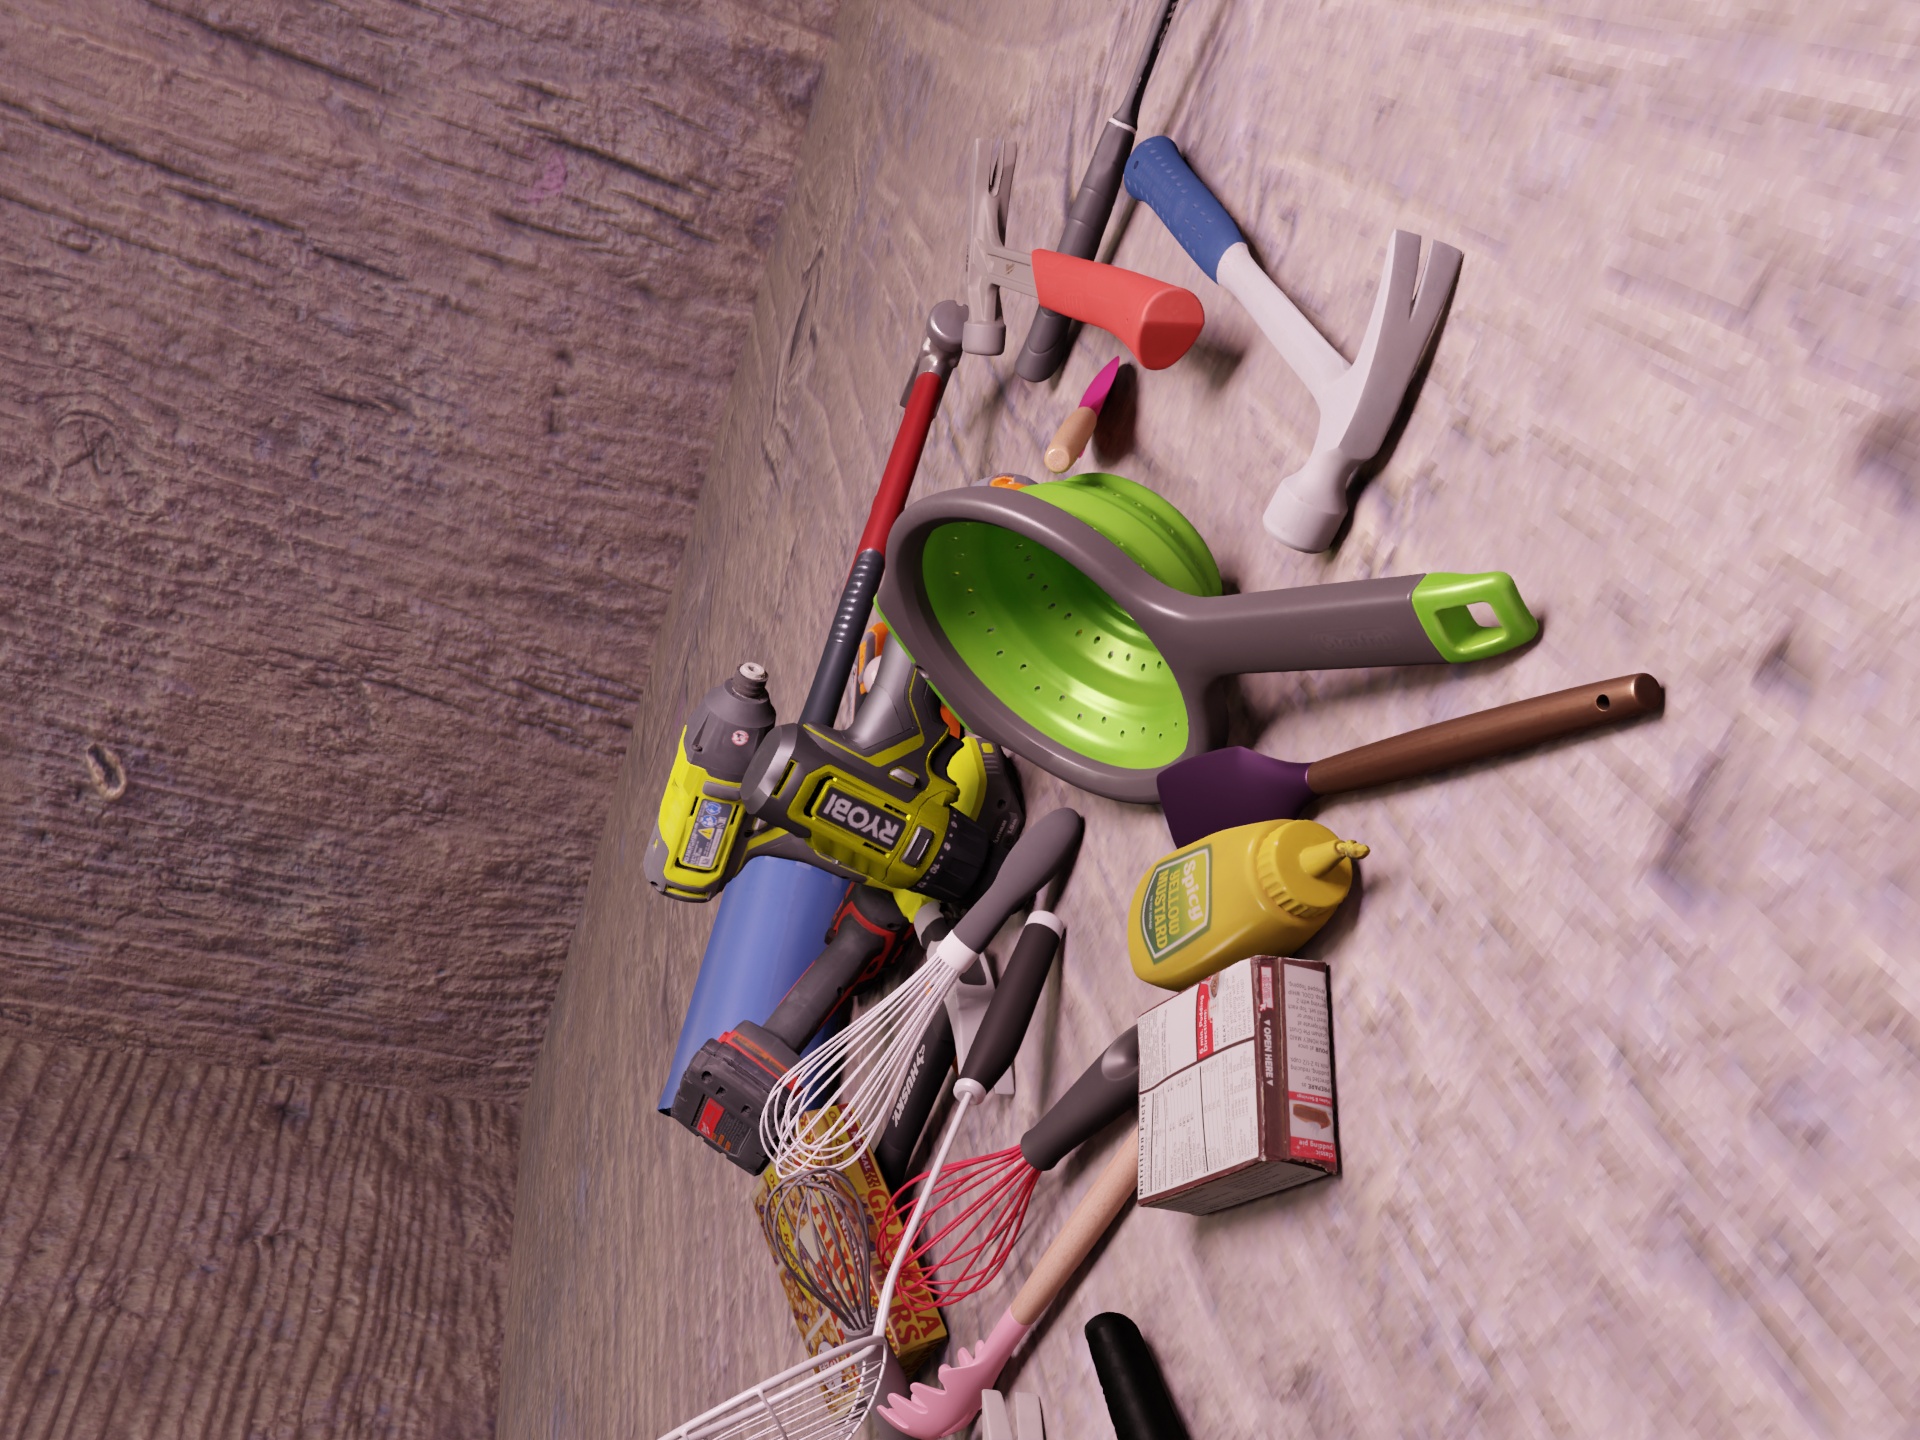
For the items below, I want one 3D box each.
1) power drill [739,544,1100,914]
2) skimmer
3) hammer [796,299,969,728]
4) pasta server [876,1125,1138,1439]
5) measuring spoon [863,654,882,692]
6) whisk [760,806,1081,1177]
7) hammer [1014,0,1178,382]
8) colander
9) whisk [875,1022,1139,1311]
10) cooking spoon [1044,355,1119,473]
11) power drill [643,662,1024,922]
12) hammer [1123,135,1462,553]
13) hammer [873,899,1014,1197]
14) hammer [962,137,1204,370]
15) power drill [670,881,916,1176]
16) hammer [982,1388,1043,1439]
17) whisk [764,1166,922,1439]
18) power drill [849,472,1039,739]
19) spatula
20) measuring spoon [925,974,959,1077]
[{"bbox_3d":[-0.002,-0.003,0.970,0.228,0.190,0.080,-62,18,0],"label":"power drill"},{"bbox_3d":[-0.043,0.231,0.829,0.363,0.090,0.127,-62,2,-37],"label":"skimmer"},{"bbox_3d":[-0.067,-0.120,1.177,0.143,0.038,0.386,126,162,-67],"label":"hammer"},{"bbox_3d":[0.039,0.289,0.833,0.040,0.060,0.316,46,126,27],"label":"pasta server"},{"bbox_3d":[-0.049,-0.075,1.127,0.034,0.018,0.124,-12,63,62],"label":"measuring spoon"},{"bbox_3d":[-0.022,0.163,0.956,0.284,0.070,0.070,-51,22,4],"label":"whisk"},{"bbox_3d":[0.111,-0.399,1.029,0.149,0.036,0.408,-50,-14,-50],"label":"hammer"},{"bbox_3d":[0.113,-0.061,0.757,0.094,0.204,0.397,-48,24,-25],"label":"colander"},{"bbox_3d":[0.033,0.242,0.860,0.295,0.073,0.073,-53,29,38],"label":"whisk"},{"bbox_3d":[0.070,-0.172,0.922,0.319,0.017,0.068,-65,-3,-71],"label":"cooking spoon"},{"bbox_3d":[-0.080,0.055,1.048,0.080,0.223,0.171,-106,33,-55],"label":"power drill"},{"bbox_3d":[0.154,-0.248,0.859,0.406,0.035,0.144,-104,31,-54],"label":"hammer"},{"bbox_3d":[-0.043,0.295,1.068,0.146,0.035,0.334,-116,40,-53],"label":"hammer"},{"bbox_3d":[0.065,-0.283,0.994,0.359,0.036,0.149,-128,40,-64],"label":"hammer"},{"bbox_3d":[-0.110,0.214,1.160,0.227,0.080,0.187,-52,-6,-34],"label":"power drill"},{"bbox_3d":[-0.045,0.510,0.936,0.410,0.038,0.146,125,153,-50],"label":"hammer"},{"bbox_3d":[-0.059,0.348,0.914,0.055,0.055,0.238,-117,9,-63],"label":"whisk"},{"bbox_3d":[-0.004,-0.046,1.128,0.226,0.084,0.164,130,148,-47],"label":"power drill"},{"bbox_3d":[0.165,0.022,0.660,0.316,0.018,0.060,-28,78,65],"label":"spatula"},{"bbox_3d":[-0.005,0.207,1.071,0.117,0.011,0.021,-118,42,-59],"label":"measuring spoon"}]
